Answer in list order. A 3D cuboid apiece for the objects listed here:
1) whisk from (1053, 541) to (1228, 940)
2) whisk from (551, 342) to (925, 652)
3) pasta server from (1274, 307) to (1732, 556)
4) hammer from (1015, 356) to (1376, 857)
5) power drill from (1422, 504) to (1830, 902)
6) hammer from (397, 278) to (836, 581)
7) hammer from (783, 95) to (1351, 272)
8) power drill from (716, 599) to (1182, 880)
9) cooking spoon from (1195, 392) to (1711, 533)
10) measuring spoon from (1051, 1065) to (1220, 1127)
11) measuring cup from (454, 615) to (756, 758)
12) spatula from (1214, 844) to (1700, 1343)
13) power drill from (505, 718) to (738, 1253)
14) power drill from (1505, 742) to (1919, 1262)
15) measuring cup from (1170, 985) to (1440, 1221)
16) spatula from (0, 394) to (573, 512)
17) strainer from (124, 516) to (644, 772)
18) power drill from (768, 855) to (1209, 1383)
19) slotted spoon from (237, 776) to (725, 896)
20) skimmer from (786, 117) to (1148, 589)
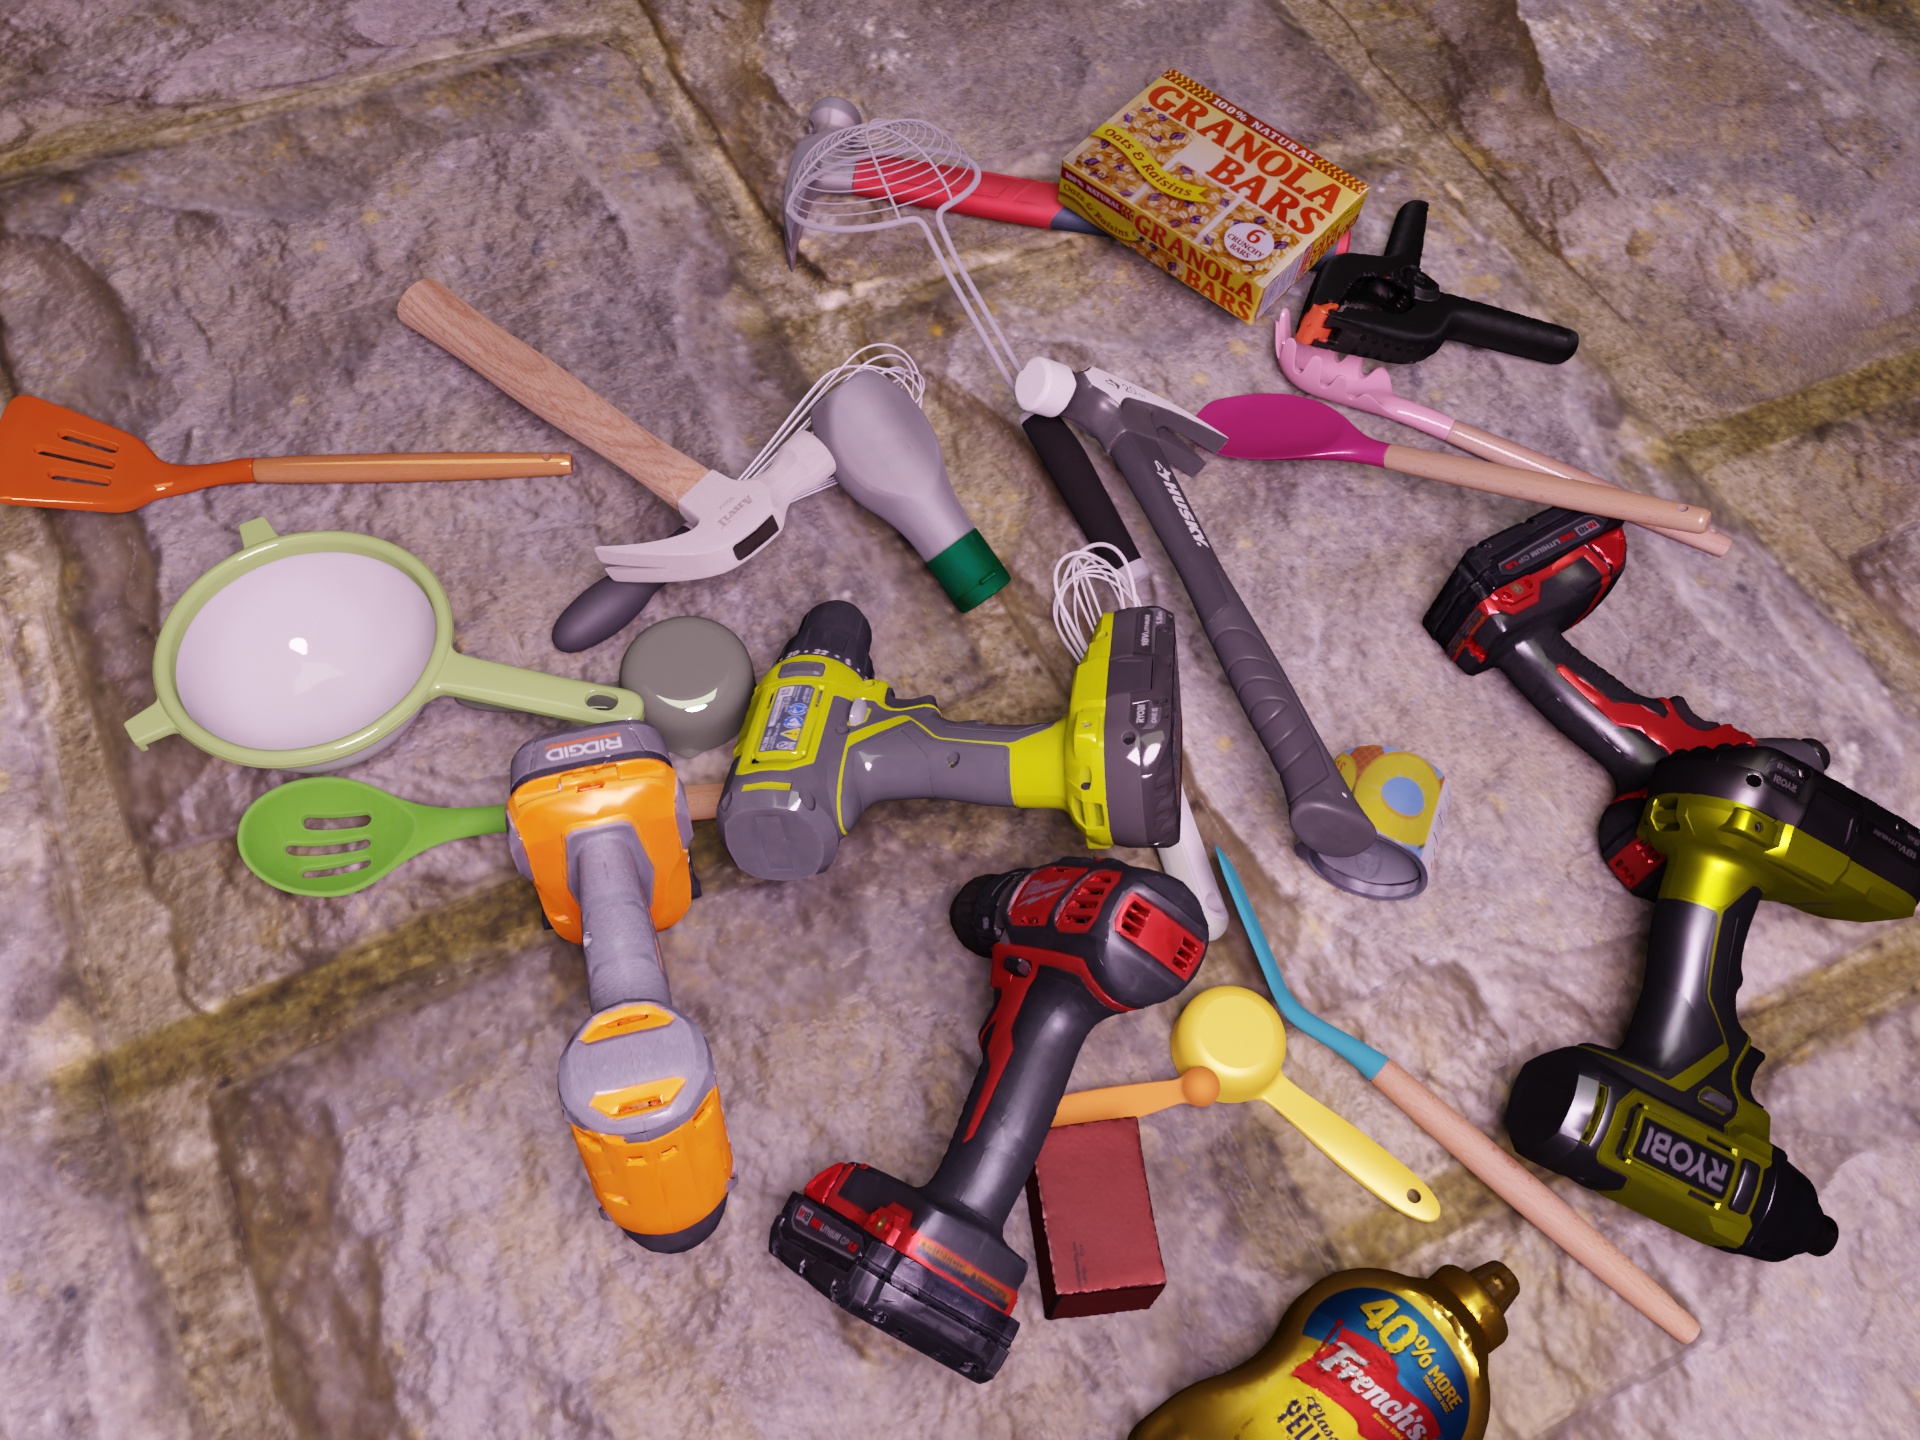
[{"bbox_3d":[0.101,0.007,0.884,0.057,0.059,0.247,7,57,-41],"label":"whisk"},{"bbox_3d":[-0.127,-0.129,0.947,0.284,0.070,0.070,-42,70,-19],"label":"whisk"},{"bbox_3d":[0.342,-0.181,1.018,0.316,0.040,0.060,26,43,10],"label":"pasta server"},{"bbox_3d":[0.144,-0.068,0.881,0.146,0.035,0.335,9,47,-39],"label":"hammer"},{"bbox_3d":[0.381,-0.016,0.902,0.143,0.078,0.220,-25,67,-18],"label":"power drill"},{"bbox_3d":[-0.232,-0.184,0.950,0.331,0.031,0.130,35,71,27],"label":"hammer"},{"bbox_3d":[0.073,-0.341,1.094,0.386,0.038,0.143,10,60,2],"label":"hammer"},{"bbox_3d":[-0.001,-0.003,0.831,0.228,0.080,0.191,-2,39,11],"label":"power drill"},{"bbox_3d":[0.279,-0.152,0.948,0.319,0.017,0.069,20,55,34],"label":"cooking spoon"},{"bbox_3d":[0.070,0.190,0.777,0.117,0.011,0.021,-13,81,2],"label":"measuring spoon"},{"bbox_3d":[-0.197,-0.023,0.882,0.167,0.038,0.083,-1,59,-7],"label":"measuring cup"},{"bbox_3d":[0.235,0.182,0.786,0.318,0.082,0.044,41,93,14],"label":"spatula"},{"bbox_3d":[-0.153,0.130,0.742,0.084,0.164,0.227,-11,48,-11],"label":"power drill"},{"bbox_3d":[0.378,0.140,0.774,0.171,0.080,0.223,27,78,-11],"label":"power drill"},{"bbox_3d":[0.173,0.190,0.787,0.157,0.029,0.062,37,64,20],"label":"measuring cup"},{"bbox_3d":[-0.397,-0.155,0.947,0.322,0.041,0.081,-2,59,-7],"label":"spatula"},{"bbox_3d":[-0.293,-0.015,0.854,0.256,0.069,0.152,11,57,2],"label":"strainer"},{"bbox_3d":[0.007,0.162,0.731,0.080,0.188,0.227,36,73,-19],"label":"power drill"},{"bbox_3d":[-0.214,0.052,0.845,0.313,0.031,0.070,-5,60,-9],"label":"slotted spoon"},{"bbox_3d":[0.012,-0.233,1.006,0.127,0.090,0.363,-26,81,-18],"label":"skimmer"}]
